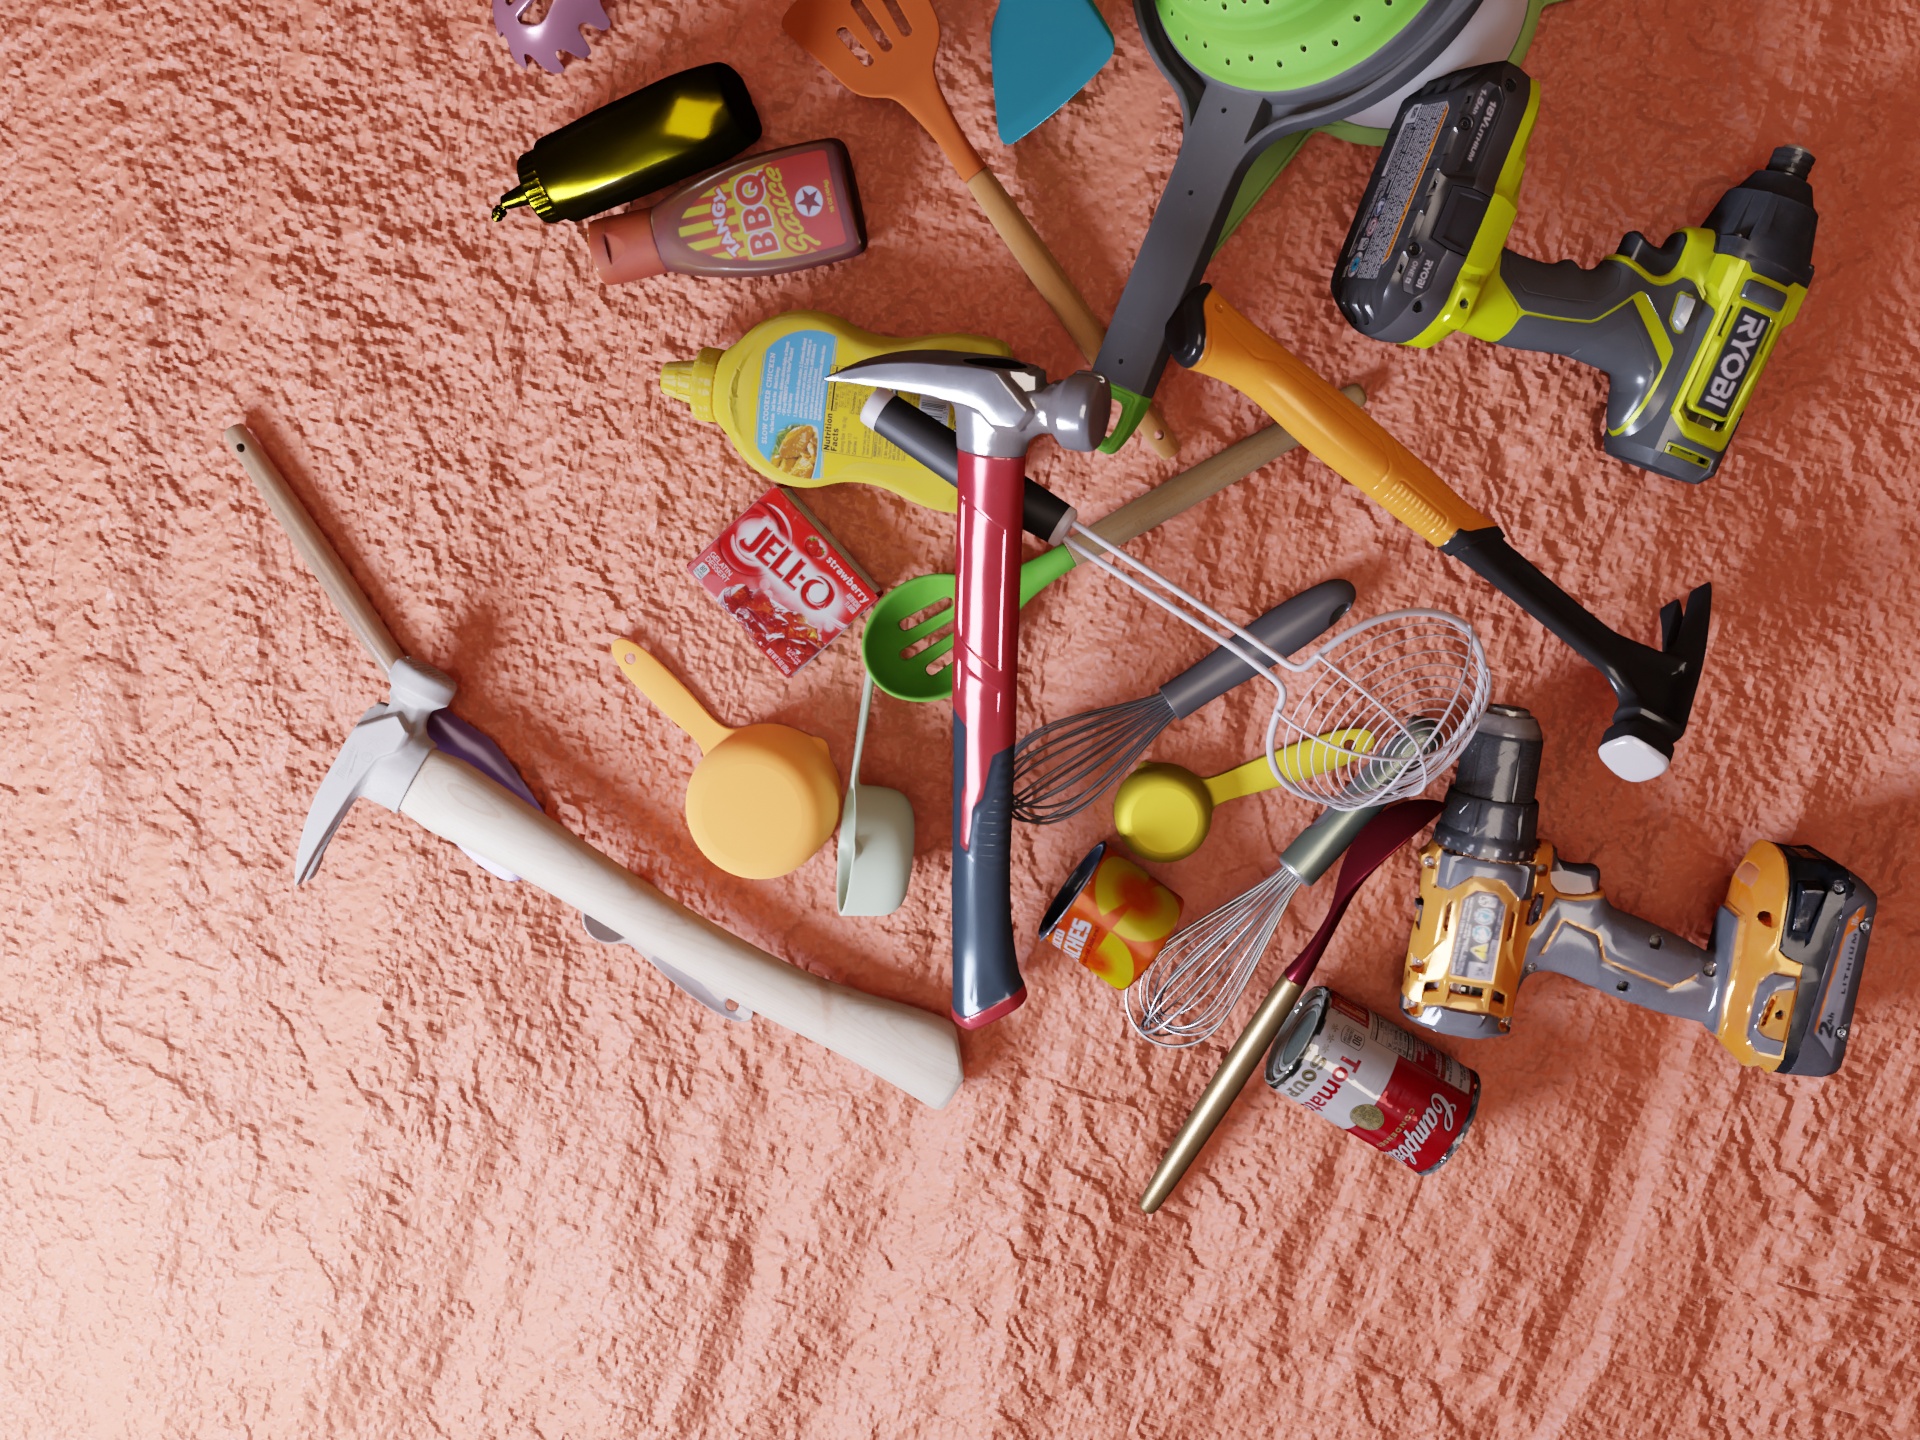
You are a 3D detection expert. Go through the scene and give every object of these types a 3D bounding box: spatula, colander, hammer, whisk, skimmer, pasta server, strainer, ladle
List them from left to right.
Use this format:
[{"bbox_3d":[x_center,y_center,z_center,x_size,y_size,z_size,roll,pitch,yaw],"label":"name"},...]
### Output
[{"bbox_3d":[-0.346,-0.039,0.954,0.060,0.018,0.316,-31,96,8],"label":"spatula"},{"bbox_3d":[-0.186,0.126,0.942,0.410,0.038,0.146,30,91,-4],"label":"hammer"},{"bbox_3d":[-0.128,-0.455,0.836,0.316,0.040,0.060,-33,95,14],"label":"pasta server"},{"bbox_3d":[-0.017,-0.460,0.829,0.082,0.044,0.317,-28,93,40],"label":"spatula"},{"bbox_3d":[-0.001,-0.003,0.855,0.143,0.038,0.386,12,118,21],"label":"hammer"},{"bbox_3d":[0.024,-0.278,0.873,0.081,0.041,0.322,-35,99,9],"label":"spatula"},{"bbox_3d":[0.118,-0.012,0.898,0.239,0.055,0.055,-33,95,6],"label":"whisk"},{"bbox_3d":[0.112,-0.076,0.848,0.363,0.090,0.127,33,116,4],"label":"skimmer"},{"bbox_3d":[0.123,-0.323,0.777,0.205,0.094,0.397,33,109,32],"label":"colander"},{"bbox_3d":[0.181,0.168,0.912,0.031,0.069,0.315,36,113,20],"label":"ladle"},{"bbox_3d":[0.185,0.092,0.910,0.059,0.058,0.246,42,97,6],"label":"whisk"},{"bbox_3d":[0.193,-0.336,0.819,0.151,0.069,0.256,39,100,-2],"label":"strainer"},{"bbox_3d":[0.246,-0.112,0.814,0.336,0.034,0.127,36,58,-8],"label":"hammer"}]

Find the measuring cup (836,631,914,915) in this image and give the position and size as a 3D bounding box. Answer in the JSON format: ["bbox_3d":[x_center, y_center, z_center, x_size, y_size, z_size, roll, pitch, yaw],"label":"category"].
[{"bbox_3d":[-0.043,0.031,0.919,0.038,0.083,0.167,8,84,-10],"label":"measuring cup"}]

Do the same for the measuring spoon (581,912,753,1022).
[{"bbox_3d":[-0.177,0.145,0.974,0.124,0.018,0.034,38,89,-8],"label":"measuring spoon"}]

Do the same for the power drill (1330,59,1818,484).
[{"bbox_3d":[0.318,-0.235,0.804,0.223,0.080,0.171,17,103,-15],"label":"power drill"}]

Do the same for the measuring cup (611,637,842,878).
[{"bbox_3d":[-0.146,0.019,0.926,0.095,0.052,0.173,-44,95,11],"label":"measuring cup"}]

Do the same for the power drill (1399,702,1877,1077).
[{"bbox_3d":[0.368,0.094,0.876,0.226,0.084,0.185,8,99,9],"label":"power drill"}]

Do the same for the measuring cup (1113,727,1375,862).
[{"bbox_3d":[0.162,0.037,0.909,0.156,0.029,0.062,-21,97,11],"label":"measuring cup"}]

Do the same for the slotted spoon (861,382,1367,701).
[{"bbox_3d":[0.085,-0.104,0.891,0.314,0.031,0.070,-29,90,7],"label":"slotted spoon"}]
